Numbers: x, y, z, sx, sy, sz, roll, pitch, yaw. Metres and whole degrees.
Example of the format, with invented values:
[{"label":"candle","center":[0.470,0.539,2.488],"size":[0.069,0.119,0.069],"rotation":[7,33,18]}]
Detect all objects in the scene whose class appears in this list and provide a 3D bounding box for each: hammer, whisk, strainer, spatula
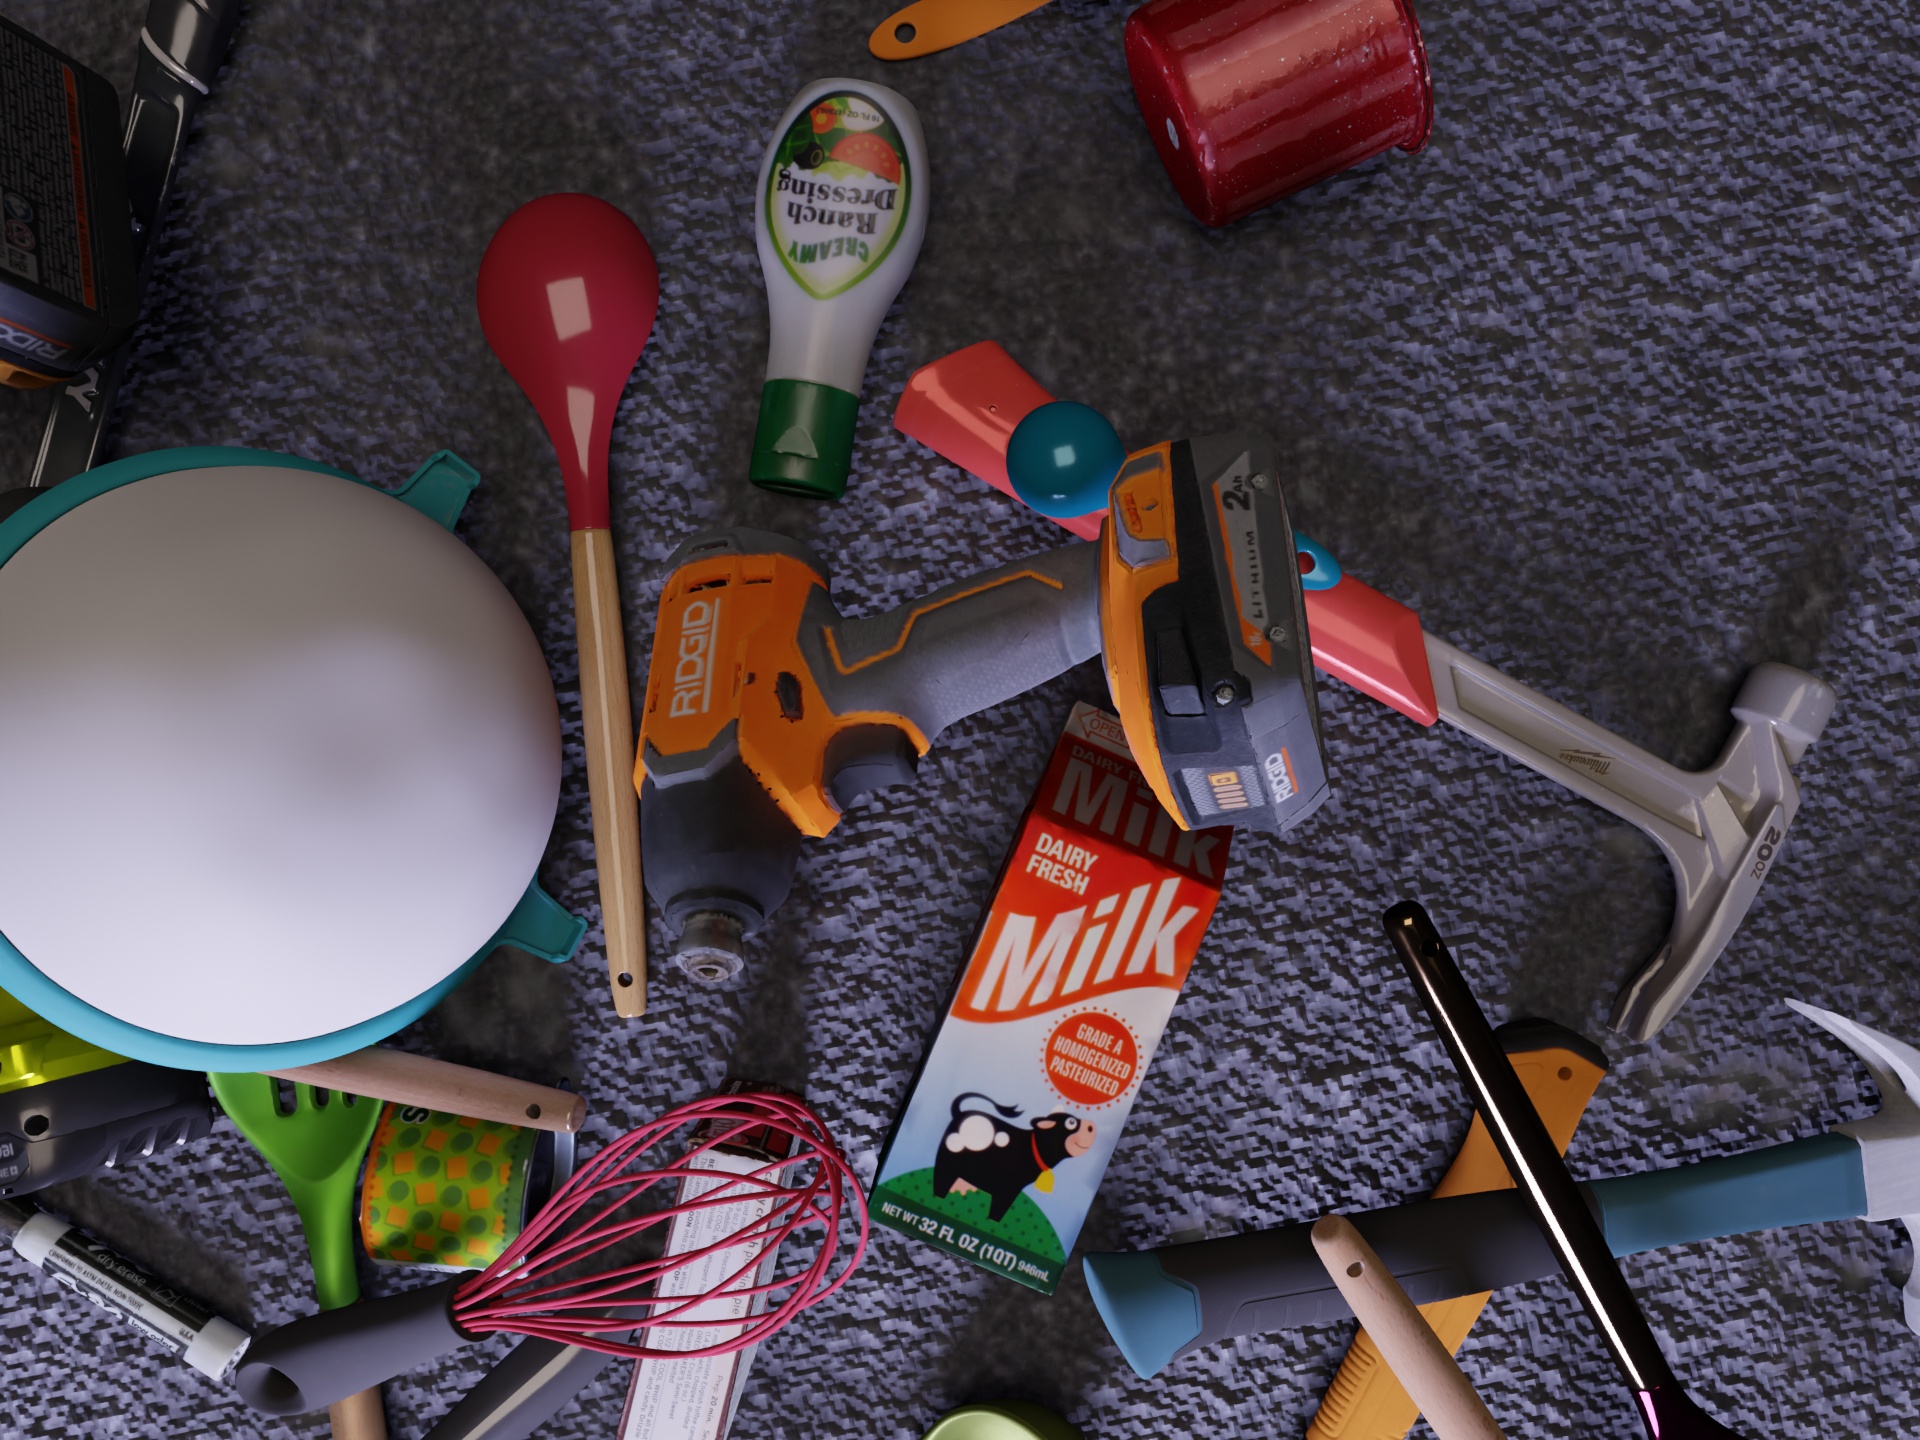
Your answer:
[{"label":"hammer","center":[-0.297,-0.228,0.599],"size":[0.149,0.036,0.409],"rotation":[15,89,0]},{"label":"hammer","center":[0.206,0.178,0.553],"size":[0.331,0.033,0.128],"rotation":[-7,93,-8]},{"label":"whisk","center":[-0.204,0.278,0.564],"size":[0.239,0.055,0.055],"rotation":[-39,89,-17]},{"label":"strainer","center":[-0.253,0.016,0.463],"size":[0.340,0.095,0.211],"rotation":[-14,91,-44]},{"label":"hammer","center":[0.134,-0.029,0.590],"size":[0.359,0.036,0.149],"rotation":[29,90,1]},{"label":"hammer","center":[0.153,0.266,0.586],"size":[0.127,0.034,0.337],"rotation":[28,89,2]},{"label":"whisk","center":[-0.144,0.183,0.510],"size":[0.296,0.073,0.073],"rotation":[-27,89,29]},{"label":"spatula","center":[0.196,0.271,0.545],"size":[0.082,0.044,0.317],"rotation":[-35,117,1]},{"label":"spatula","center":[-0.281,0.109,0.574],"size":[0.316,0.018,0.060],"rotation":[9,89,13]}]

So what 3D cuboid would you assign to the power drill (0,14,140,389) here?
[{"label":"power drill","center":[-0.399,-0.167,0.551],"size":[0.226,0.084,0.185],"rotation":[-20,73,20]}]

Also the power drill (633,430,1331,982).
[{"label":"power drill","center":[-0.001,-0.002,0.519],"size":[0.226,0.084,0.164],"rotation":[-10,54,16]}]

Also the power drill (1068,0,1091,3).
[{"label":"power drill","center":[0.069,-0.382,0.555],"size":[0.171,0.080,0.223],"rotation":[34,95,4]}]

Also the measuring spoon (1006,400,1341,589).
[{"label":"measuring spoon","center":[0.077,-0.076,0.561],"size":[0.128,0.021,0.042],"rotation":[23,90,0]}]

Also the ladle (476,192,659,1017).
[{"label":"ladle","center":[-0.138,-0.045,0.599],"size":[0.069,0.031,0.315],"rotation":[-5,91,-1]}]

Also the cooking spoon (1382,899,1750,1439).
[{"label":"cooking spoon","center":[0.218,0.197,0.530],"size":[0.069,0.017,0.319],"rotation":[-30,98,-7]}]

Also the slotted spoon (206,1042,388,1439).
[{"label":"slotted spoon","center":[-0.230,0.243,0.595],"size":[0.070,0.031,0.314],"rotation":[-8,91,9]}]

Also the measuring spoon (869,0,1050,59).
[{"label":"measuring spoon","center":[0.019,-0.279,0.607],"size":[0.117,0.011,0.021],"rotation":[-22,89,0]}]

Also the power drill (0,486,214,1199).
[{"label":"power drill","center":[-0.357,0.050,0.546],"size":[0.190,0.080,0.228],"rotation":[-16,84,14]}]

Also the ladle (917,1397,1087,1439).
[{"label":"ladle","center":[-0.103,0.306,0.568],"size":[0.320,0.062,0.078],"rotation":[-11,88,-2]}]
